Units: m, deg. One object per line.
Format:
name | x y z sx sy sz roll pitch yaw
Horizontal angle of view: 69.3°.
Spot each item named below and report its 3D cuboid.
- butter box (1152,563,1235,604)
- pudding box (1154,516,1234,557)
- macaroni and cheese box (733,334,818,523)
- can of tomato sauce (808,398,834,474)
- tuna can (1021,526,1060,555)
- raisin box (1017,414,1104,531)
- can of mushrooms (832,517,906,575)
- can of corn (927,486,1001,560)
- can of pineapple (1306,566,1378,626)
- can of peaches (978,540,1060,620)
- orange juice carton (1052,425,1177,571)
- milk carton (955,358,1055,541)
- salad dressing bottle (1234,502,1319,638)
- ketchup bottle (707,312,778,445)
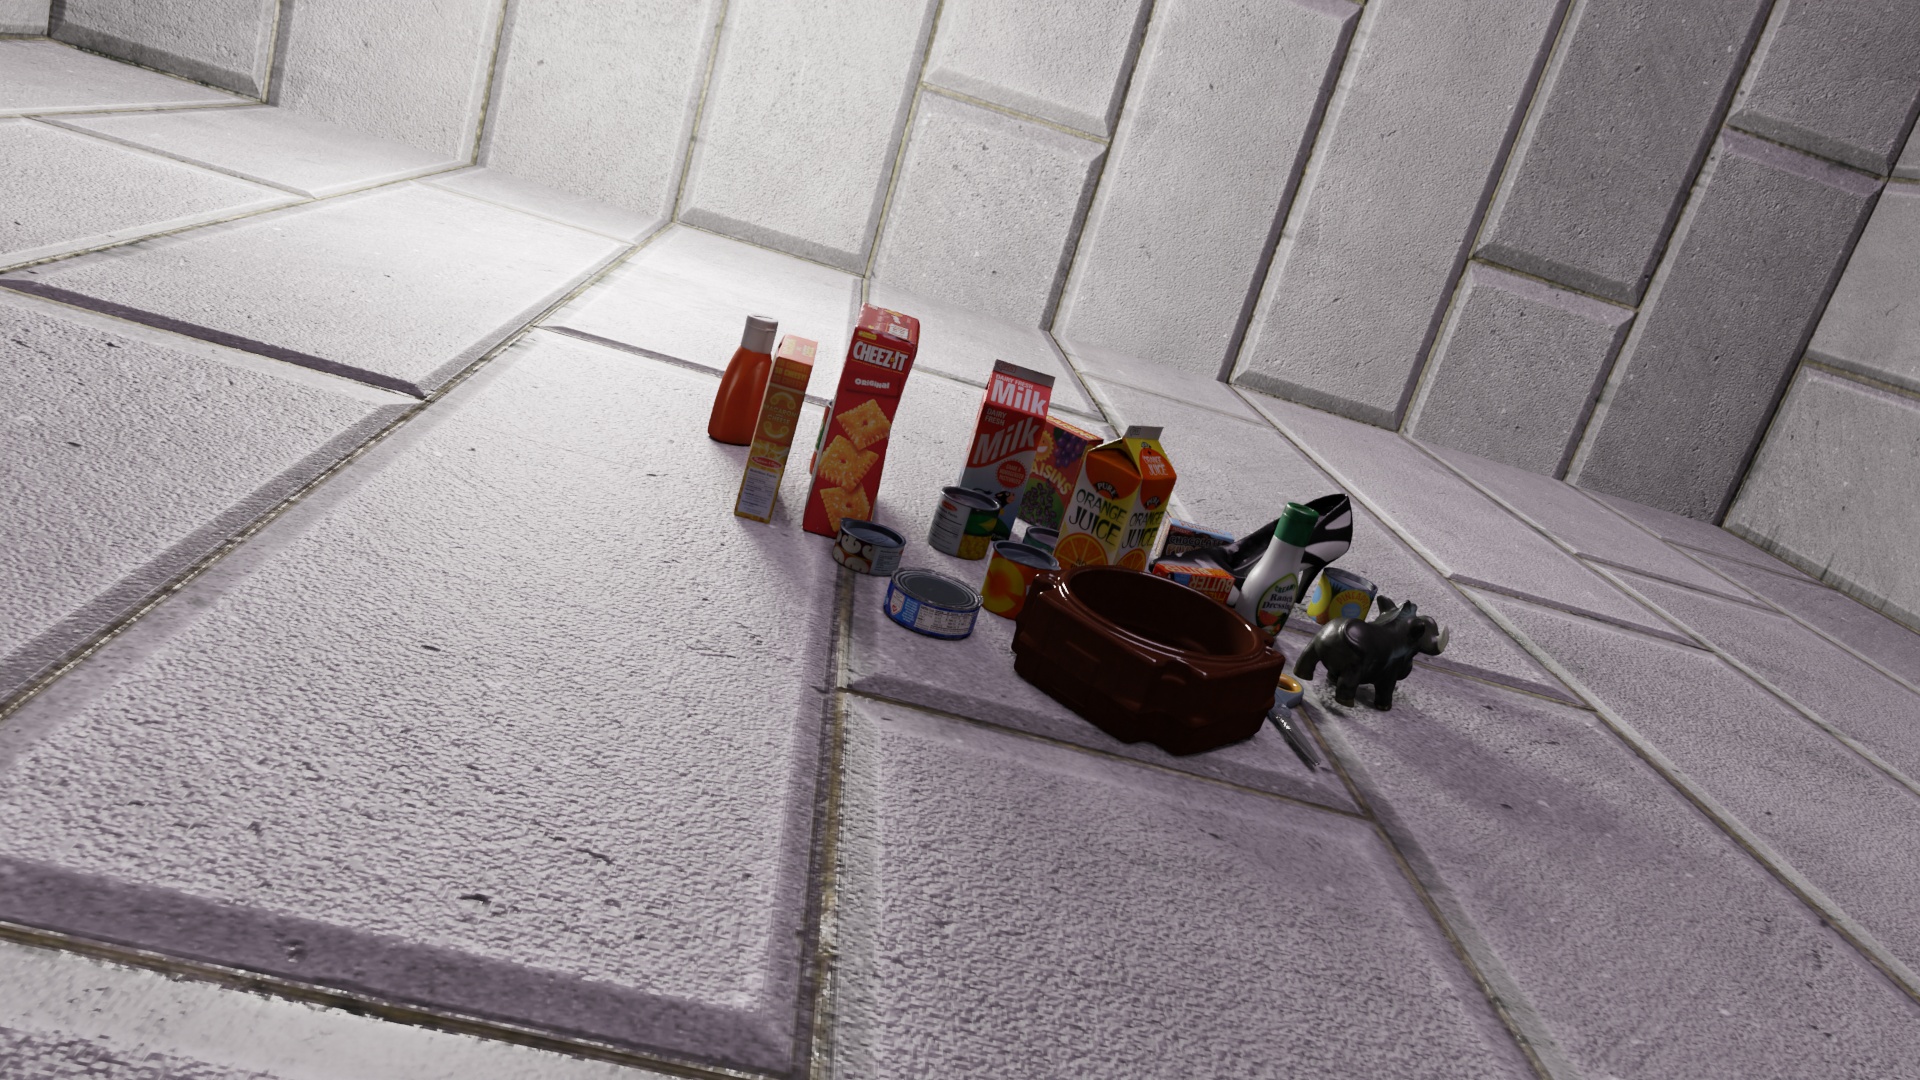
butter box | 0.242 0.055 1.476 0.104 0.053 0.024 5 20 -36
pudding box | 0.283 0.006 1.679 0.084 0.049 0.030 15 17 -9
macaroni and cheese box | -0.185 -0.115 1.398 0.040 0.166 0.124 15 17 -8
can of tomato sauce | -0.132 -0.110 1.577 0.071 0.082 0.071 16 17 -5
tuna can | 0.098 0.013 1.505 0.071 0.032 0.071 16 17 -5
raisin box | 0.109 -0.078 1.644 0.086 0.123 0.040 28 20 33
can of mushrooms | -0.090 0.006 1.340 0.071 0.033 0.071 16 17 -5
can of corn | 0.005 -0.018 1.467 0.071 0.058 0.071 16 17 -5
can of pineapple | 0.446 0.071 1.621 0.071 0.057 0.071 16 17 -5
can of peaches | 0.056 0.040 1.335 0.071 0.058 0.071 16 17 -5
orange juice carton | 0.159 -0.028 1.417 0.073 0.192 0.072 29 20 34
milk carton | 0.045 -0.101 1.540 0.072 0.190 0.074 16 16 -4
salad dressing bottle | 0.338 0.033 1.480 0.064 0.147 0.044 7 19 -32
ketchup bottle | -0.243 -0.184 1.588 0.065 0.148 0.043 0 24 -46
